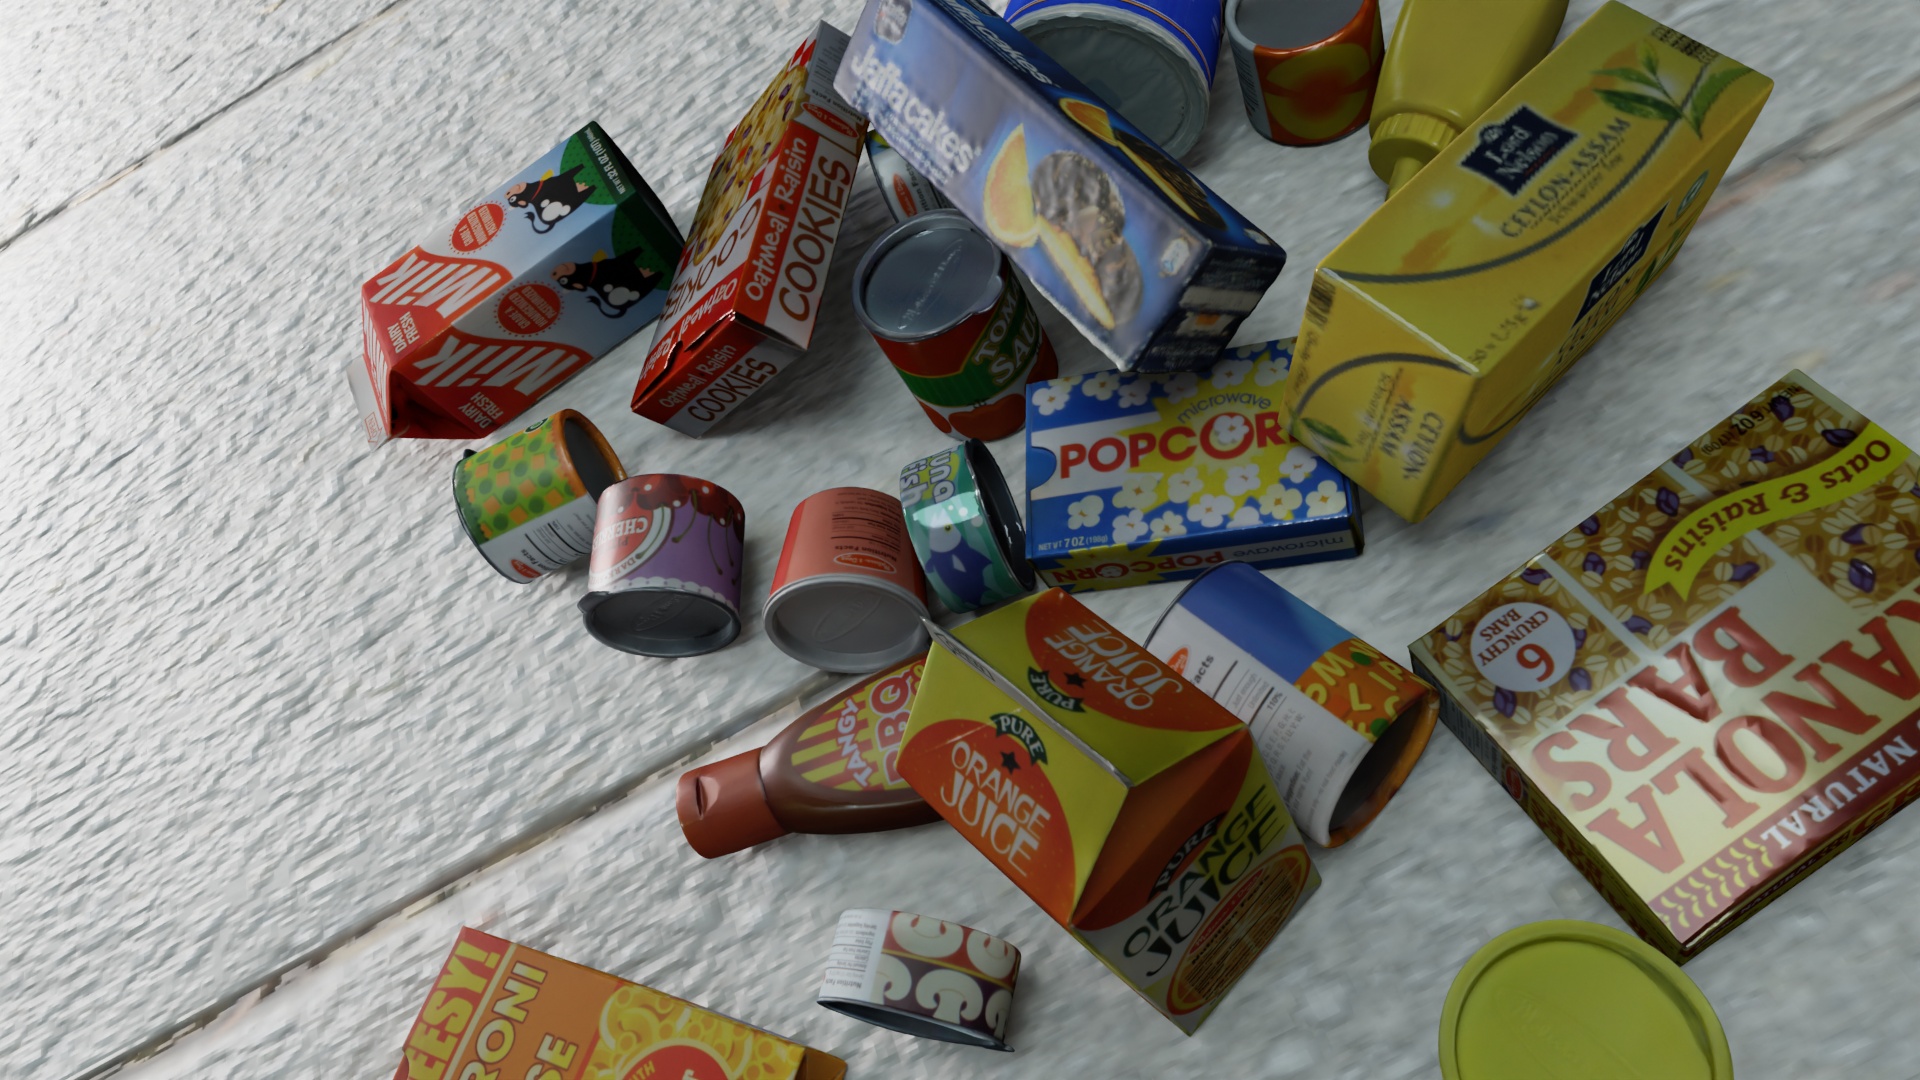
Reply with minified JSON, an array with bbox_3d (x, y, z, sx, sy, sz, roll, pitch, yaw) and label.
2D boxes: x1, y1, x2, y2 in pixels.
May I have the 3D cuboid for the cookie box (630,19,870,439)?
[{"bbox_3d":[-0.097,-0.144,0.659,0.122,0.040,0.168,-26,46,53],"label":"cookie box"}]

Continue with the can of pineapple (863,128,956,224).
[{"bbox_3d":[-0.006,-0.176,0.663,0.058,0.070,0.071,-22,56,9],"label":"can of pineapple"}]

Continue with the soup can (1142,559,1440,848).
[{"bbox_3d":[0.114,0.055,0.483,0.084,0.071,0.071,37,81,33],"label":"soup can"}]

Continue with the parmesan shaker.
[{"bbox_3d":[0.167,0.151,0.382,0.071,0.102,0.071,-10,59,17],"label":"parmesan shaker"}]

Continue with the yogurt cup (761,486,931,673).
[{"bbox_3d":[-0.045,0.015,0.573,0.072,0.072,0.054,-12,51,17],"label":"yogurt cup"}]

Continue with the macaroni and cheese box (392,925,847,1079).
[{"bbox_3d":[-0.140,0.224,0.507,0.166,0.040,0.124,9,65,26],"label":"macaroni and cheese box"}]

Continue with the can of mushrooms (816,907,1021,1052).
[{"bbox_3d":[-0.012,0.152,0.480,0.071,0.071,0.033,2,63,24],"label":"can of mushrooms"}]

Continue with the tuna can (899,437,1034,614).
[{"bbox_3d":[0.002,-0.007,0.560,0.033,0.071,0.071,-21,57,12],"label":"tuna can"}]

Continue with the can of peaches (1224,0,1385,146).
[{"bbox_3d":[0.158,-0.223,0.624,0.071,0.058,0.071,-10,59,18],"label":"can of peaches"}]

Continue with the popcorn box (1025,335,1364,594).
[{"bbox_3d":[0.091,-0.030,0.555,0.126,0.038,0.085,-8,61,18],"label":"popcorn box"}]

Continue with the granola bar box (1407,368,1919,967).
[{"bbox_3d":[0.252,0.037,0.450,0.165,0.039,0.124,-36,55,1],"label":"granola bar box"}]

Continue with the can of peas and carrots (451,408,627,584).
[{"bbox_3d":[-0.195,-0.023,0.653,0.058,0.070,0.071,-25,56,7],"label":"can of peas and carrots"}]

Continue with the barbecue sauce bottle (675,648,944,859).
[{"bbox_3d":[-0.037,0.085,0.541,0.148,0.043,0.065,-20,57,11],"label":"barbecue sauce bottle"}]

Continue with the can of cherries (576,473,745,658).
[{"bbox_3d":[-0.129,0.011,0.604,0.071,0.071,0.058,-12,58,16],"label":"can of cherries"}]

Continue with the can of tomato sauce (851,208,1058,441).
[{"bbox_3d":[0.001,-0.090,0.599,0.071,0.083,0.071,-10,59,17],"label":"can of tomato sauce"}]

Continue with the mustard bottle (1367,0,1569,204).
[{"bbox_3d":[0.210,-0.198,0.594,0.065,0.048,0.160,20,72,27],"label":"mustard bottle"}]

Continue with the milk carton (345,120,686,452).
[{"bbox_3d":[-0.237,-0.123,0.723,0.190,0.073,0.072,-34,55,2],"label":"milk carton"}]

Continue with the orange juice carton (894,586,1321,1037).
[{"bbox_3d":[0.046,0.081,0.417,0.073,0.192,0.072,-47,55,-8],"label":"orange juice carton"}]
